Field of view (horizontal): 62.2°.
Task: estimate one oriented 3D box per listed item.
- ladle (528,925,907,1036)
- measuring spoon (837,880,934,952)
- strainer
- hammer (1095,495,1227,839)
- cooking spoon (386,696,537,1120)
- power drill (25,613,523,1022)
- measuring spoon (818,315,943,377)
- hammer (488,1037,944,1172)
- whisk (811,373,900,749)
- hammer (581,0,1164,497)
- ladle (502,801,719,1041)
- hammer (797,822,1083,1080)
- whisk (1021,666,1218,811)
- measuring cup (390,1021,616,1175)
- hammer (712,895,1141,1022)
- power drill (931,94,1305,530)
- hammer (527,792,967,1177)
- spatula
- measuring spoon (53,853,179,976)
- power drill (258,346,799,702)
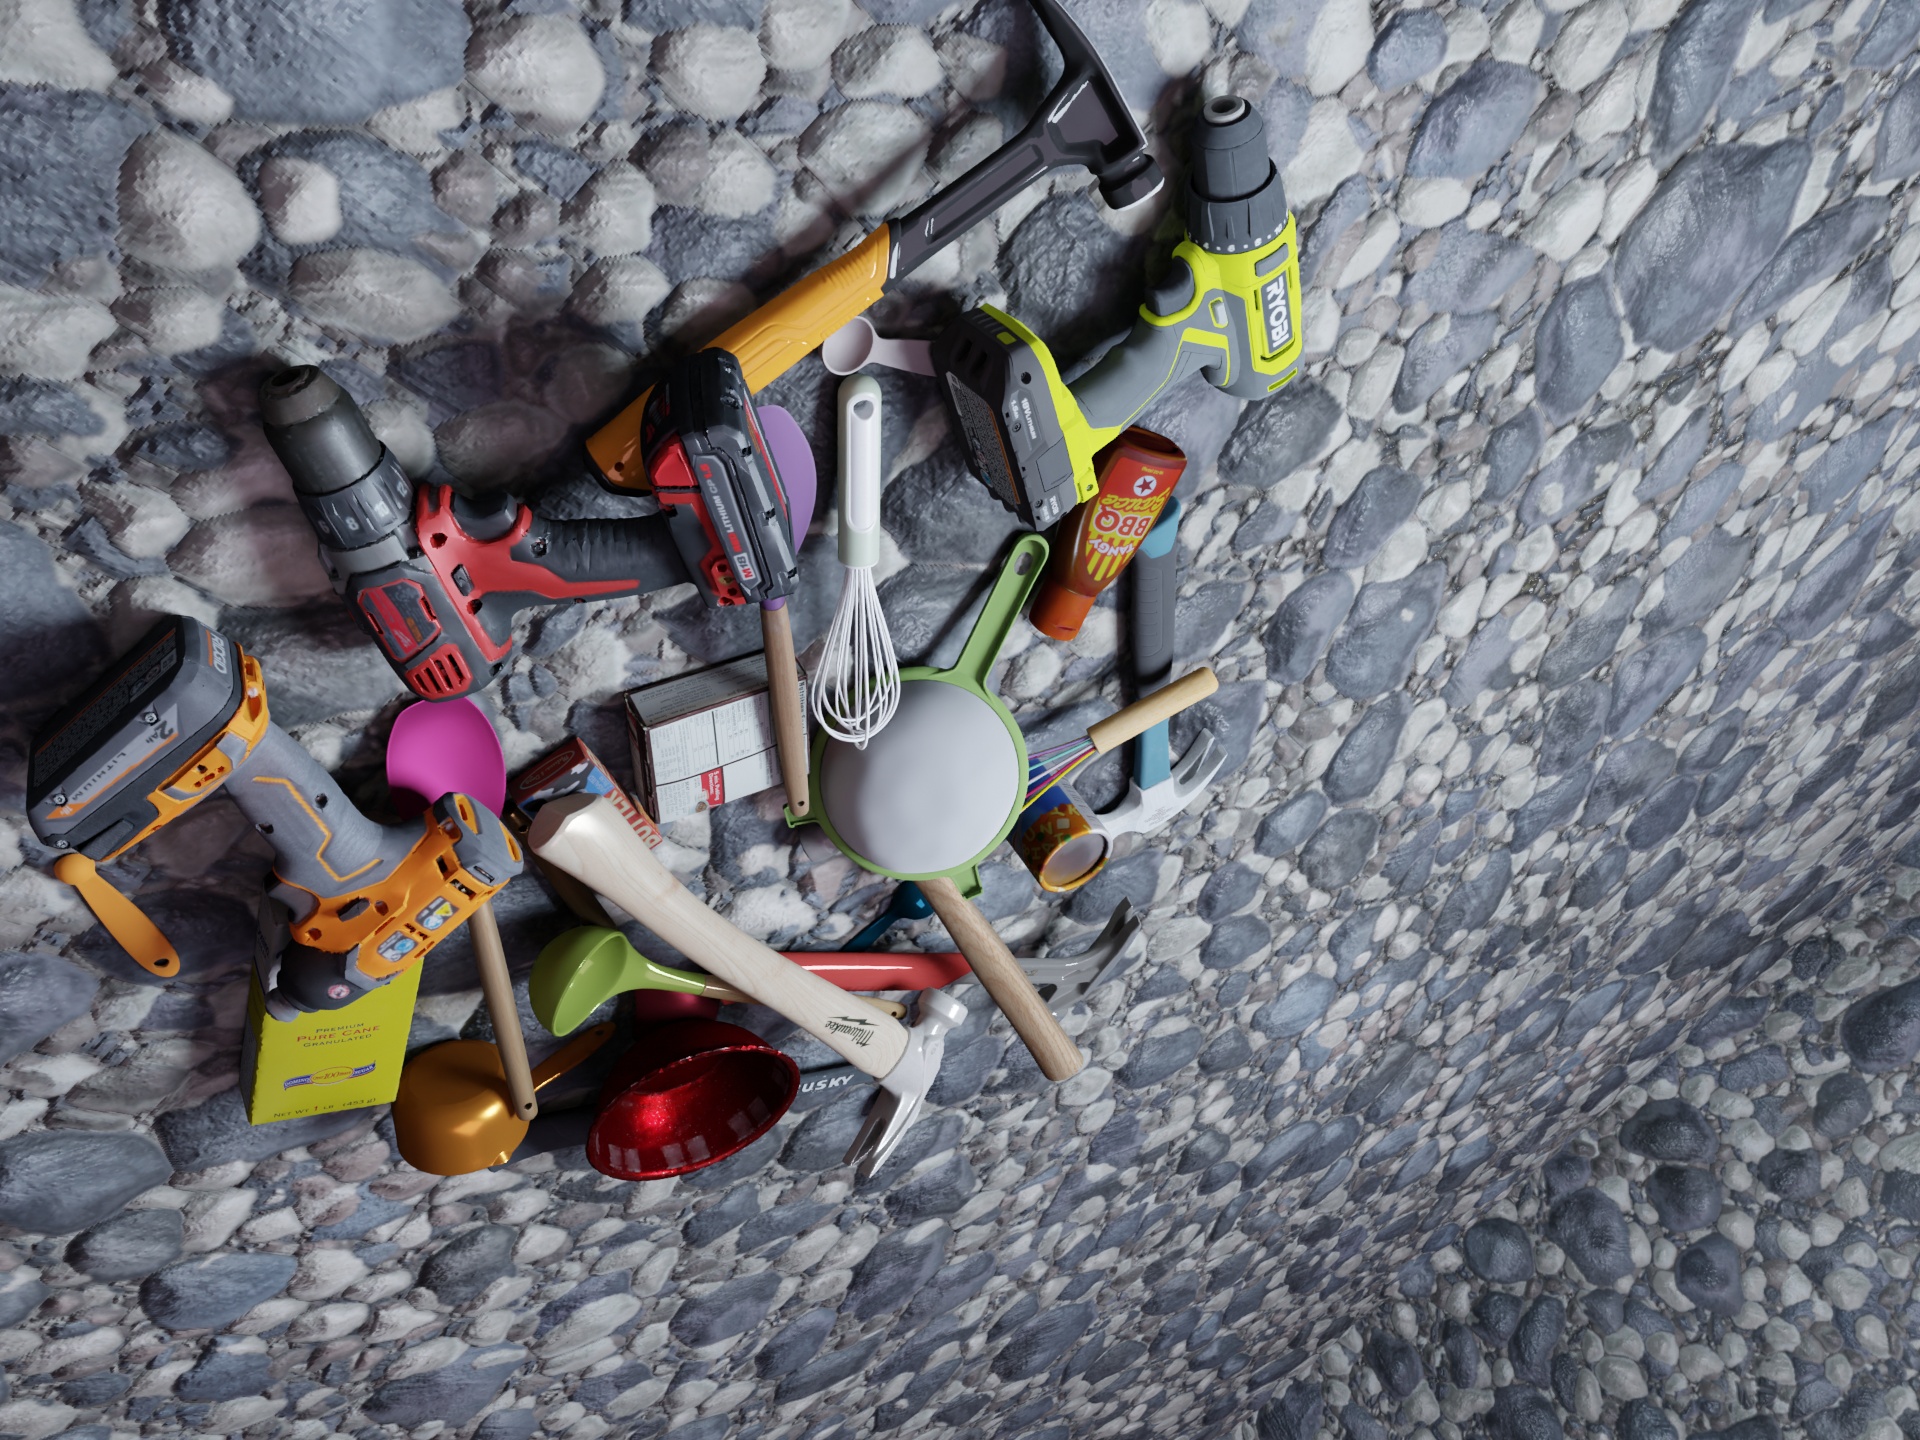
[{"bbox_3d":[-0.156,0.196,1.118,0.320,0.062,0.078,17,106,-40],"label":"ladle"},{"bbox_3d":[-0.063,0.171,1.248,0.128,0.021,0.042,-42,141,6],"label":"measuring spoon"},{"bbox_3d":[-0.002,-0.003,1.046,0.151,0.069,0.256,24,100,-12],"label":"strainer"},{"bbox_3d":[0.143,-0.031,1.196,0.128,0.033,0.330,-24,139,-15],"label":"hammer"},{"bbox_3d":[-0.294,0.125,0.977,0.069,0.017,0.318,-25,126,-34],"label":"cooking spoon"},{"bbox_3d":[-0.367,0.067,0.840,0.164,0.084,0.226,-41,131,3],"label":"power drill"},{"bbox_3d":[-0.033,-0.210,0.903,0.124,0.018,0.034,-3,125,-44],"label":"measuring spoon"},{"bbox_3d":[-0.186,0.301,1.274,0.408,0.036,0.149,-2,128,-36],"label":"hammer"},{"bbox_3d":[-0.062,-0.090,0.957,0.057,0.059,0.246,-8,124,-16],"label":"whisk"},{"bbox_3d":[-0.061,-0.233,0.824,0.337,0.034,0.127,-36,121,5],"label":"hammer"},{"bbox_3d":[-0.238,0.150,1.093,0.069,0.031,0.315,-31,139,-8],"label":"ladle"},{"bbox_3d":[0.015,0.165,1.194,0.130,0.031,0.331,-24,125,12],"label":"hammer"},{"bbox_3d":[0.076,0.023,1.165,0.245,0.047,0.051,-29,147,2],"label":"whisk"},{"bbox_3d":[-0.310,0.239,1.097,0.173,0.095,0.052,-32,134,-39],"label":"measuring cup"},{"bbox_3d":[-0.028,0.192,1.254,0.358,0.037,0.149,6,132,-34],"label":"hammer"},{"bbox_3d":[0.102,-0.233,0.926,0.228,0.080,0.190,-35,142,-11],"label":"power drill"},{"bbox_3d":[-0.143,0.177,1.078,0.410,0.038,0.146,44,69,-42],"label":"hammer"},{"bbox_3d":[-0.106,-0.051,0.935,0.059,0.018,0.315,-16,138,-15],"label":"spatula"},{"bbox_3d":[-0.469,0.113,0.890,0.021,0.011,0.116,-26,140,-13],"label":"measuring spoon"},{"bbox_3d":[-0.209,-0.112,0.784,0.226,0.080,0.187,-15,132,3],"label":"power drill"}]
